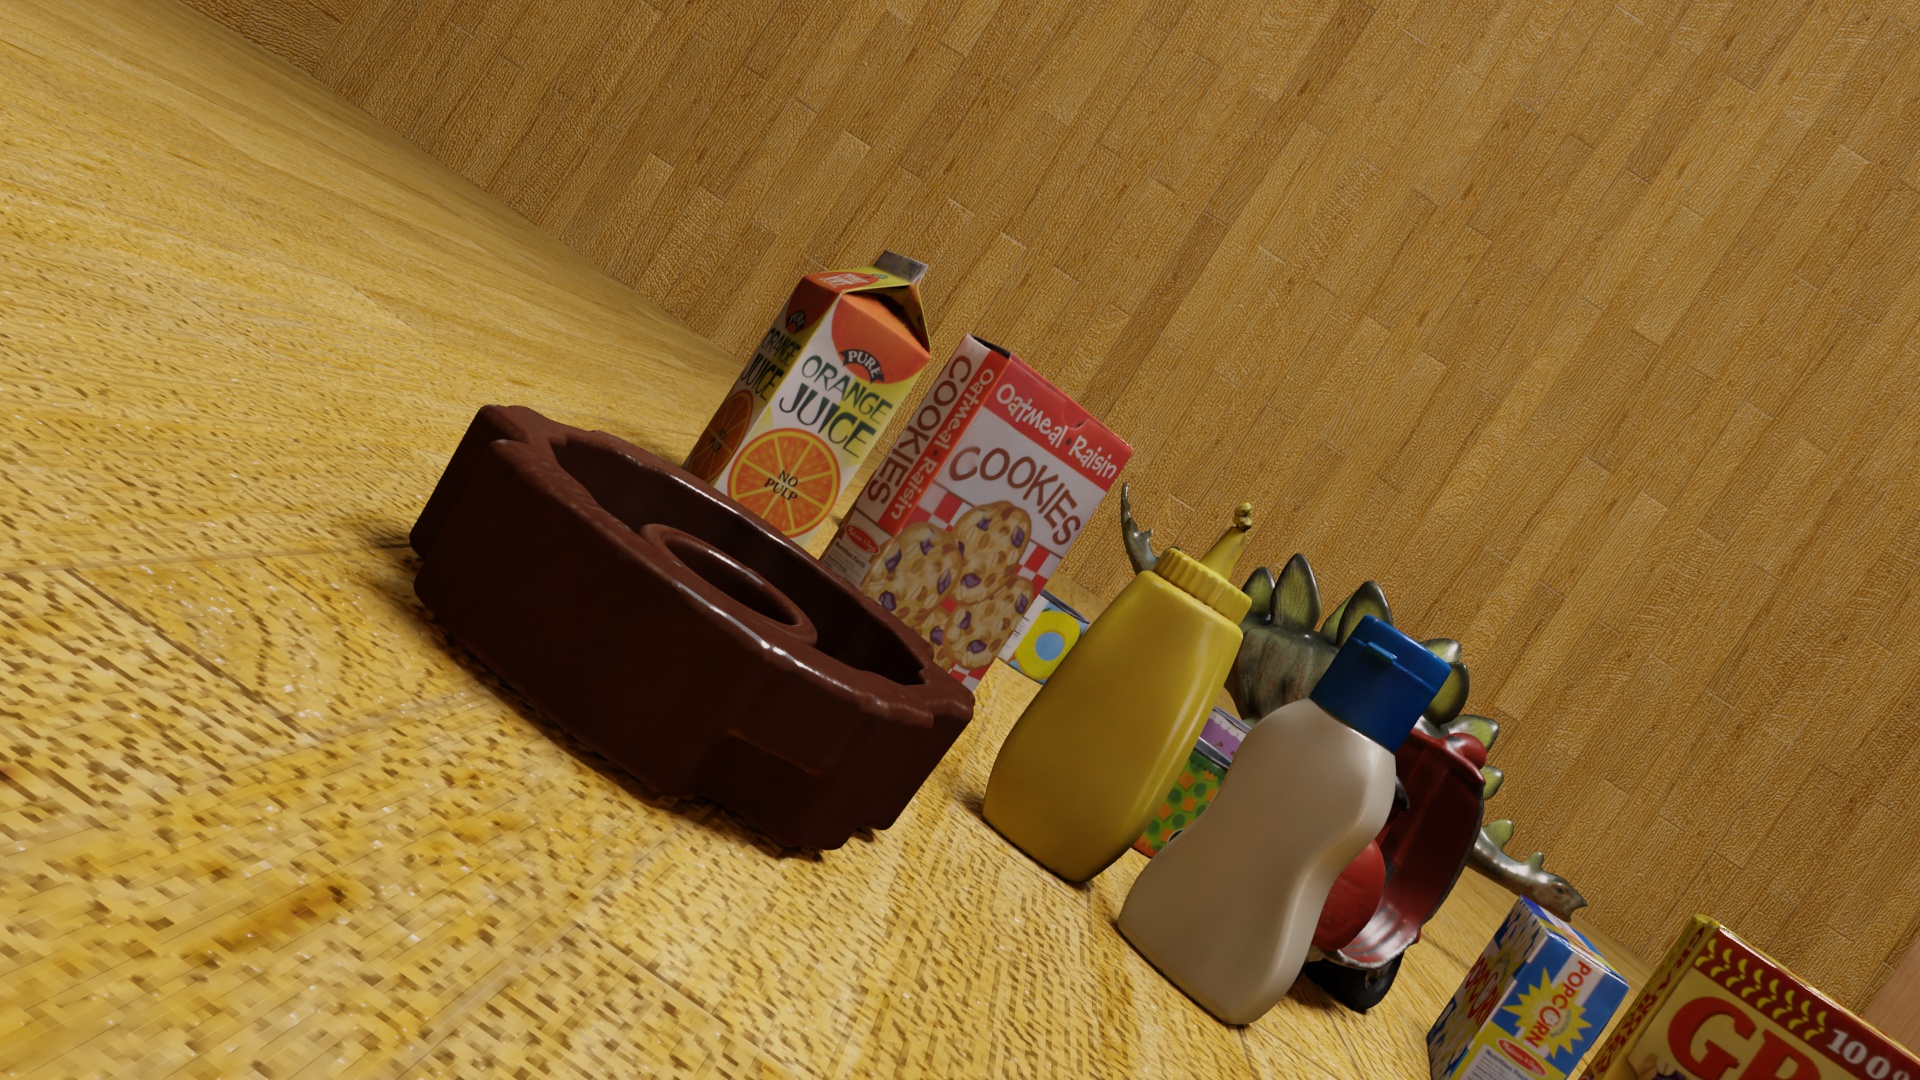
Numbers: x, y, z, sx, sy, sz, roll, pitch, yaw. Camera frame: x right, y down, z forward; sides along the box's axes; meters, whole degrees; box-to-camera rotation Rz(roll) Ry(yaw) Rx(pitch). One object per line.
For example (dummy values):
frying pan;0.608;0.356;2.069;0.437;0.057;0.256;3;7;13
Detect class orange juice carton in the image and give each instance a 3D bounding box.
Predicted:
orange juice carton;-0.086;-0.092;0.842;0.073;0.192;0.072;32;3;-30

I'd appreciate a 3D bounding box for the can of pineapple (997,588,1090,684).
can of pineapple;0.055;0.067;1.037;0.071;0.058;0.071;33;3;-2

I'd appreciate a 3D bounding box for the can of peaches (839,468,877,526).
can of peaches;-0.061;-0.019;1.168;0.071;0.058;0.071;33;3;-2

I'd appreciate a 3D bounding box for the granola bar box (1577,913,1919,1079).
granola bar box;0.271;0.217;0.423;0.166;0.124;0.039;35;3;22

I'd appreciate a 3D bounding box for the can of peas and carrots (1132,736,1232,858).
can of peas and carrots;0.100;0.122;0.698;0.071;0.058;0.071;33;3;-2

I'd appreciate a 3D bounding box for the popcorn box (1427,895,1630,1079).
popcorn box;0.249;0.211;0.620;0.038;0.085;0.126;35;4;18

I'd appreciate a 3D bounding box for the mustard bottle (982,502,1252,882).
mustard bottle;0.073;0.055;0.546;0.065;0.160;0.049;34;3;15

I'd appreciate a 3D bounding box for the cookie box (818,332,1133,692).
cookie box;0.005;-0.008;0.726;0.040;0.167;0.123;36;4;41

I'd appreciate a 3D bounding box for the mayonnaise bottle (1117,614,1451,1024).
mayonnaise bottle;0.121;0.098;0.502;0.065;0.148;0.041;36;4;36

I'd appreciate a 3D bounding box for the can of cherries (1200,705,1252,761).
can of cherries;0.189;0.158;1.003;0.071;0.058;0.071;33;3;-2
